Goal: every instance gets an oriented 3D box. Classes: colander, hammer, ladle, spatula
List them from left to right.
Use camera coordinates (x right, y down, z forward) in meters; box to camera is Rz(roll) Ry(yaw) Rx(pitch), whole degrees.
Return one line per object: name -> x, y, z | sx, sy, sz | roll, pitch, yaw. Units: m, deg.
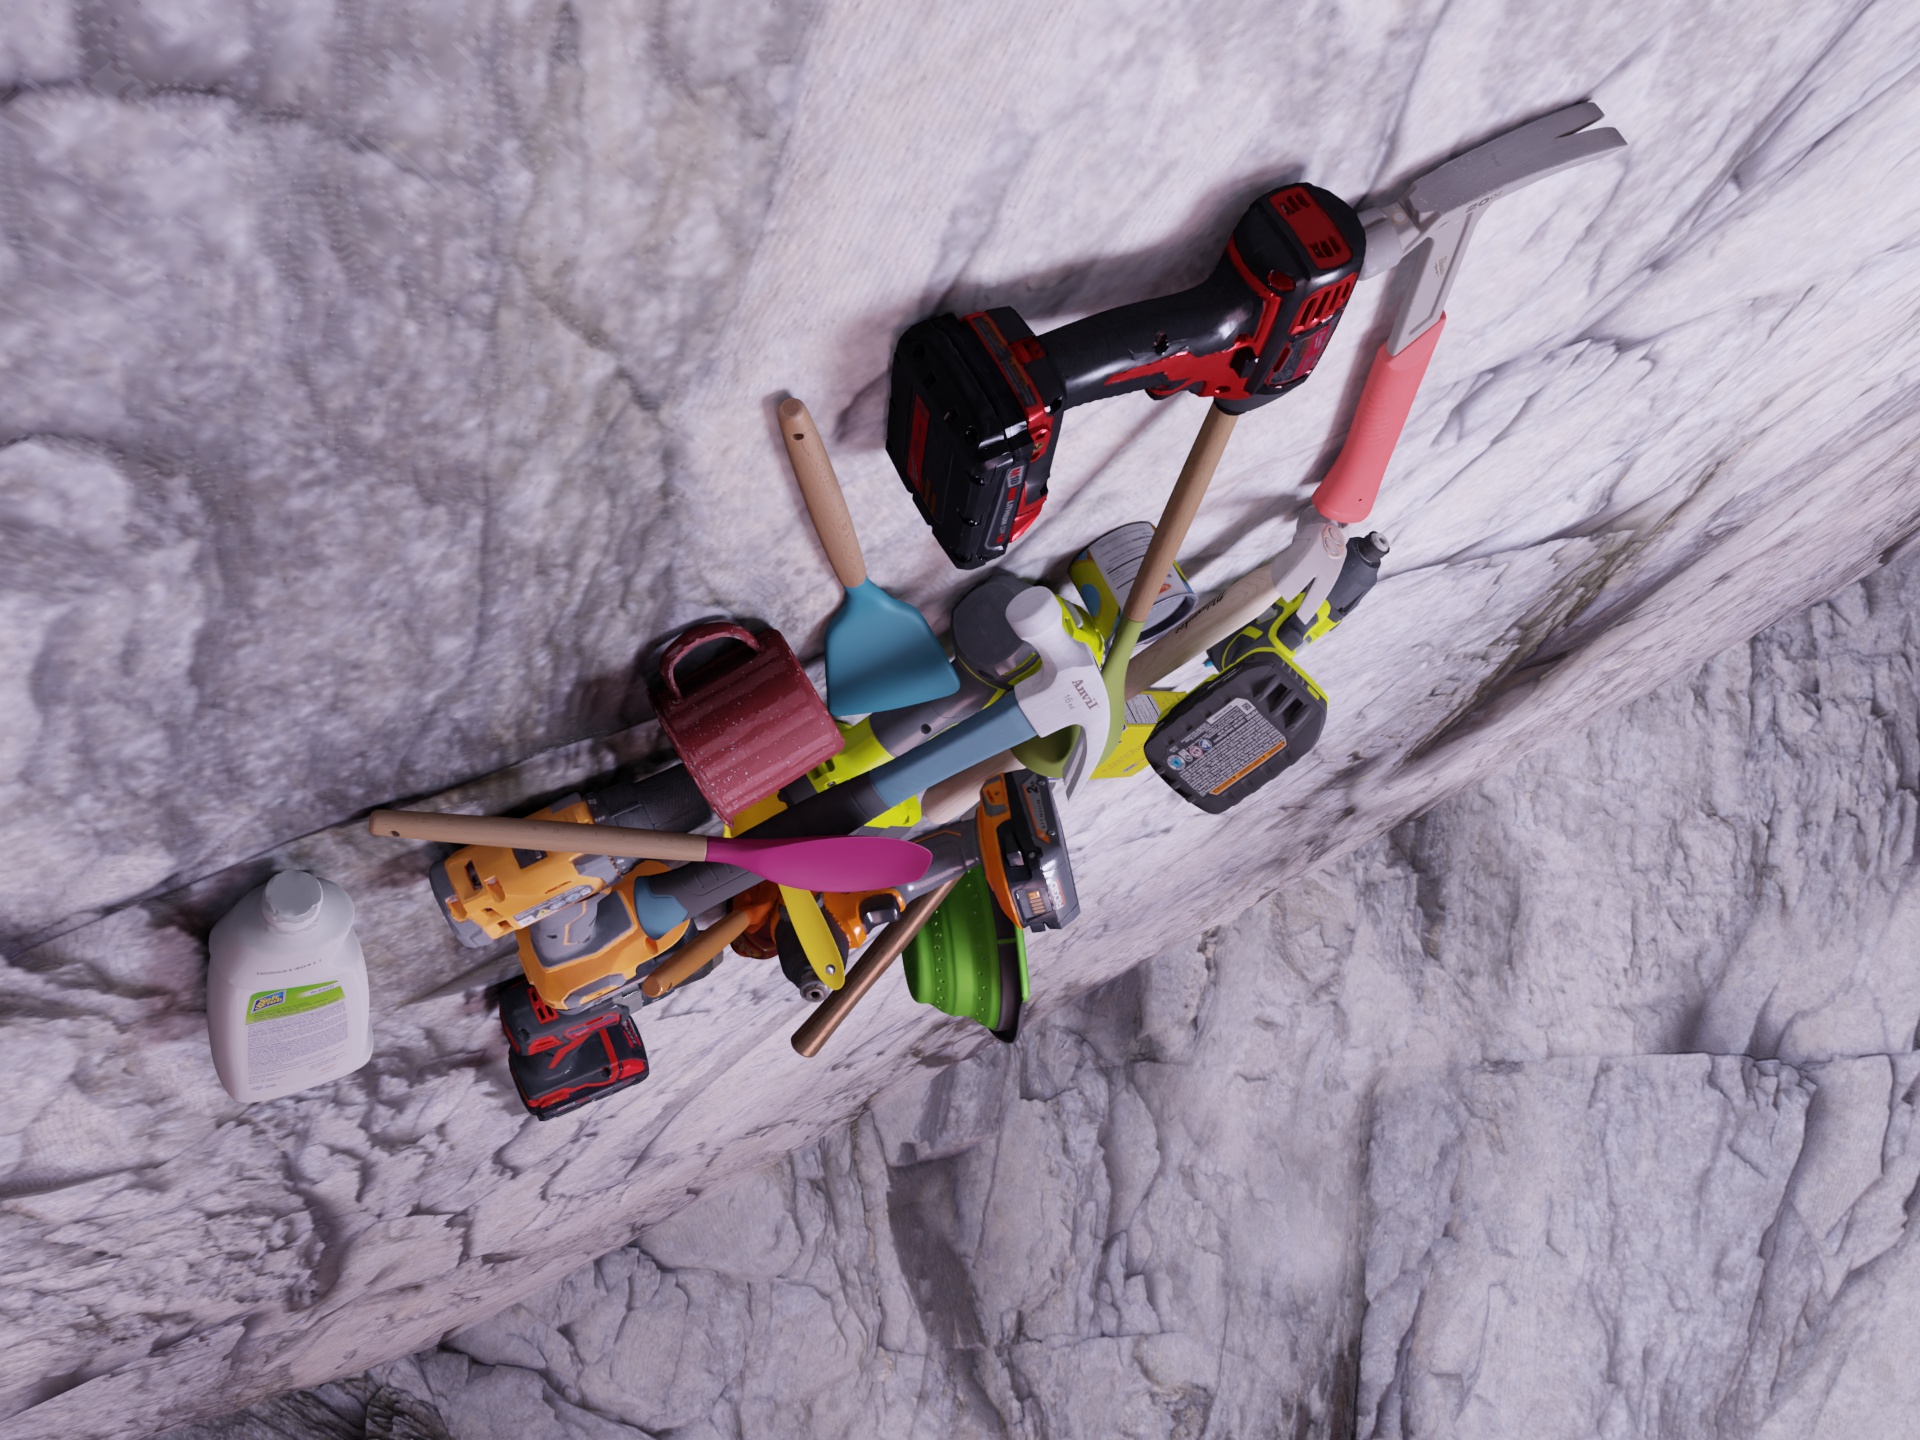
spatula -> -0.166, 0.138, 1.087 | 0.081, 0.041, 0.322 | -63, 175, 8
spatula -> -0.057, -0.077, 0.838 | 0.082, 0.044, 0.317 | -11, 161, 2
hammer -> -0.060, 0.046, 0.958 | 0.331, 0.033, 0.128 | -28, 121, 14
hammer -> -0.039, 0.168, 1.385 | 0.331, 0.031, 0.130 | -50, 170, 11
colander -> -0.019, 0.211, 1.573 | 0.094, 0.204, 0.397 | -6, 177, -10
hammer -> 0.112, -0.019, 1.187 | 0.410, 0.038, 0.146 | -35, -169, 35
ladle -> 0.104, -0.090, 0.932 | 0.078, 0.062, 0.320 | -8, 133, -36
hammer -> 0.268, -0.213, 0.940 | 0.149, 0.037, 0.358 | -26, 162, -4

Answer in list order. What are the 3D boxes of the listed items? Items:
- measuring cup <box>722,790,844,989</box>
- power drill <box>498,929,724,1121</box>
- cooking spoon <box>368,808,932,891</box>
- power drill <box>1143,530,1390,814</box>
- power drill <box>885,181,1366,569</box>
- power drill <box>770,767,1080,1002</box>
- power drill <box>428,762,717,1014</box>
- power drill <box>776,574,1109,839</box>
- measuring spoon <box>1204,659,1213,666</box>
measuring cup -> -0.117, 0.116, 1.122 | 0.062, 0.156, 0.029 | -24, 177, -3
power drill -> -0.306, 0.257, 1.385 | 0.188, 0.080, 0.226 | -19, 158, -25
cooking spoon -> -0.173, 0.071, 0.917 | 0.318, 0.017, 0.068 | 6, 145, -14
power drill -> 0.231, -0.046, 1.171 | 0.171, 0.080, 0.223 | -42, -172, 43
power drill -> 0.079, -0.161, 0.753 | 0.219, 0.079, 0.143 | -26, 163, -14
power drill -> -0.032, 0.126, 1.176 | 0.226, 0.164, 0.084 | -15, 125, 5
power drill -> -0.233, 0.108, 1.063 | 0.185, 0.084, 0.226 | -26, 158, -10
power drill -> -0.002, -0.003, 1.079 | 0.228, 0.080, 0.190 | -36, 160, 18
measuring spoon -> 0.258, -0.079, 1.350 | 0.128, 0.021, 0.042 | -27, 166, 32
